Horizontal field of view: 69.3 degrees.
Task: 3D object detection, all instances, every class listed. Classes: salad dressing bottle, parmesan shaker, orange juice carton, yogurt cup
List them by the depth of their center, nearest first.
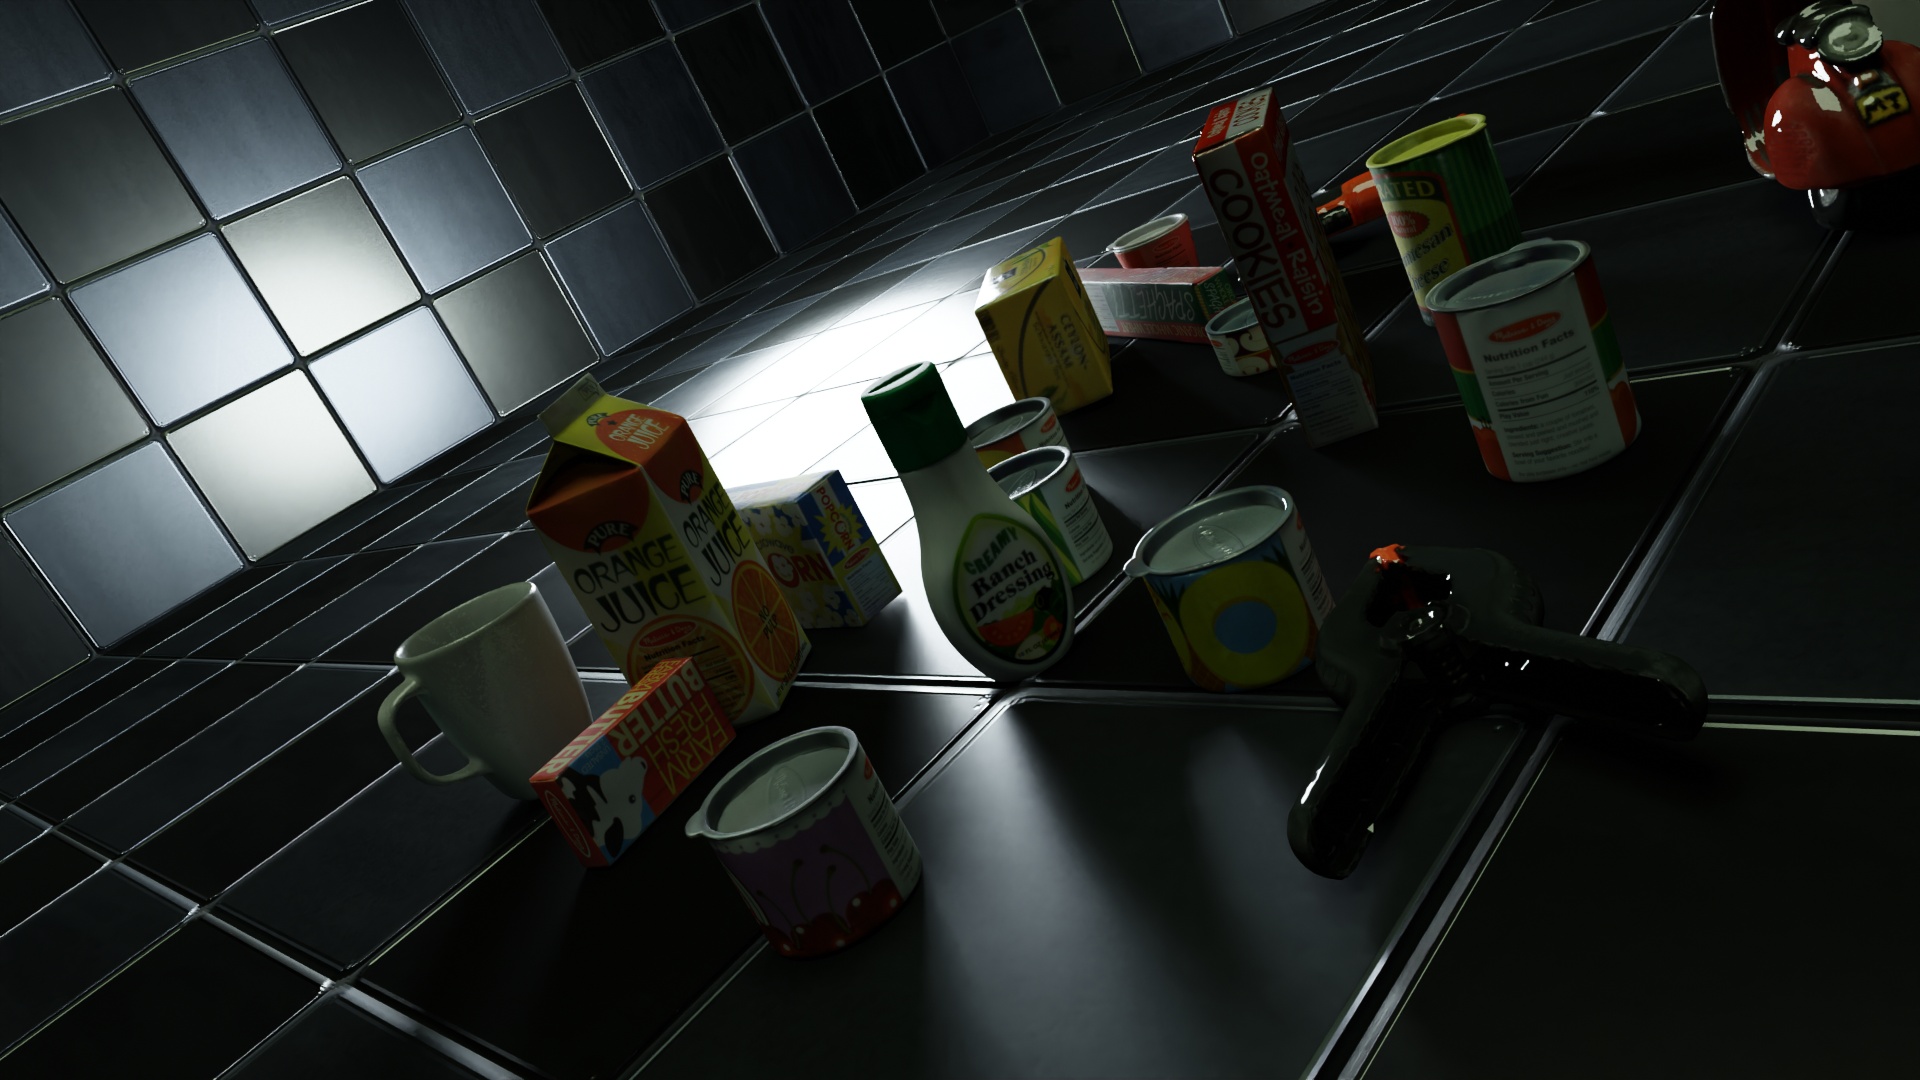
[{"bbox_3d":[0.002,-0.008,0.625,0.064,0.147,0.044,-32,19,-16],"label":"salad dressing bottle"},{"bbox_3d":[-0.160,0.006,0.732,0.073,0.192,0.072,-21,19,17],"label":"orange juice carton"},{"bbox_3d":[0.281,-0.180,0.788,0.071,0.103,0.071,-24,18,8],"label":"parmesan shaker"},{"bbox_3d":[0.169,-0.238,1.173,0.072,0.053,0.072,-24,18,8],"label":"yogurt cup"}]

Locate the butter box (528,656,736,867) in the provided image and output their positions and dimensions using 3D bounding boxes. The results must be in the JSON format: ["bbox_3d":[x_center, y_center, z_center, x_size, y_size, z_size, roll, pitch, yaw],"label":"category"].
[{"bbox_3d":[-0.158,0.106,0.680,0.024,0.053,0.104,-12,23,37],"label":"butter box"}]

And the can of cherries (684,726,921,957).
[{"bbox_3d":[-0.058,0.113,0.520,0.071,0.058,0.072,-24,18,8],"label":"can of cherries"}]

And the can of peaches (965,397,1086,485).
[{"bbox_3d":[0.032,-0.044,0.825,0.071,0.058,0.071,-24,18,8],"label":"can of peaches"}]

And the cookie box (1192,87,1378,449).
[{"bbox_3d":[0.175,-0.149,0.745,0.040,0.167,0.123,-19,20,22],"label":"cookie box"}]

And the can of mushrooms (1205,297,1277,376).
[{"bbox_3d":[0.196,-0.135,0.891,0.071,0.033,0.071,-24,18,8],"label":"can of mushrooms"}]

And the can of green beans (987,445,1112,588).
[{"bbox_3d":[0.038,-0.008,0.720,0.071,0.057,0.071,-24,18,8],"label":"can of green beans"}]

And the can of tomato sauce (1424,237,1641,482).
[{"bbox_3d":[0.244,-0.077,0.591,0.071,0.083,0.071,-24,18,8],"label":"can of tomato sauce"}]

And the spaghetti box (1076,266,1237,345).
[{"bbox_3d":[0.139,-0.182,1.069,0.029,0.050,0.250,-31,19,-13],"label":"spaghetti box"}]

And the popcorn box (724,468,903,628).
[{"bbox_3d":[-0.103,0.008,0.822,0.126,0.085,0.038,-6,27,46],"label":"popcorn box"}]

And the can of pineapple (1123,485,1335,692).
[{"bbox_3d":[0.108,0.019,0.552,0.071,0.057,0.071,-24,18,8],"label":"can of pineapple"}]
